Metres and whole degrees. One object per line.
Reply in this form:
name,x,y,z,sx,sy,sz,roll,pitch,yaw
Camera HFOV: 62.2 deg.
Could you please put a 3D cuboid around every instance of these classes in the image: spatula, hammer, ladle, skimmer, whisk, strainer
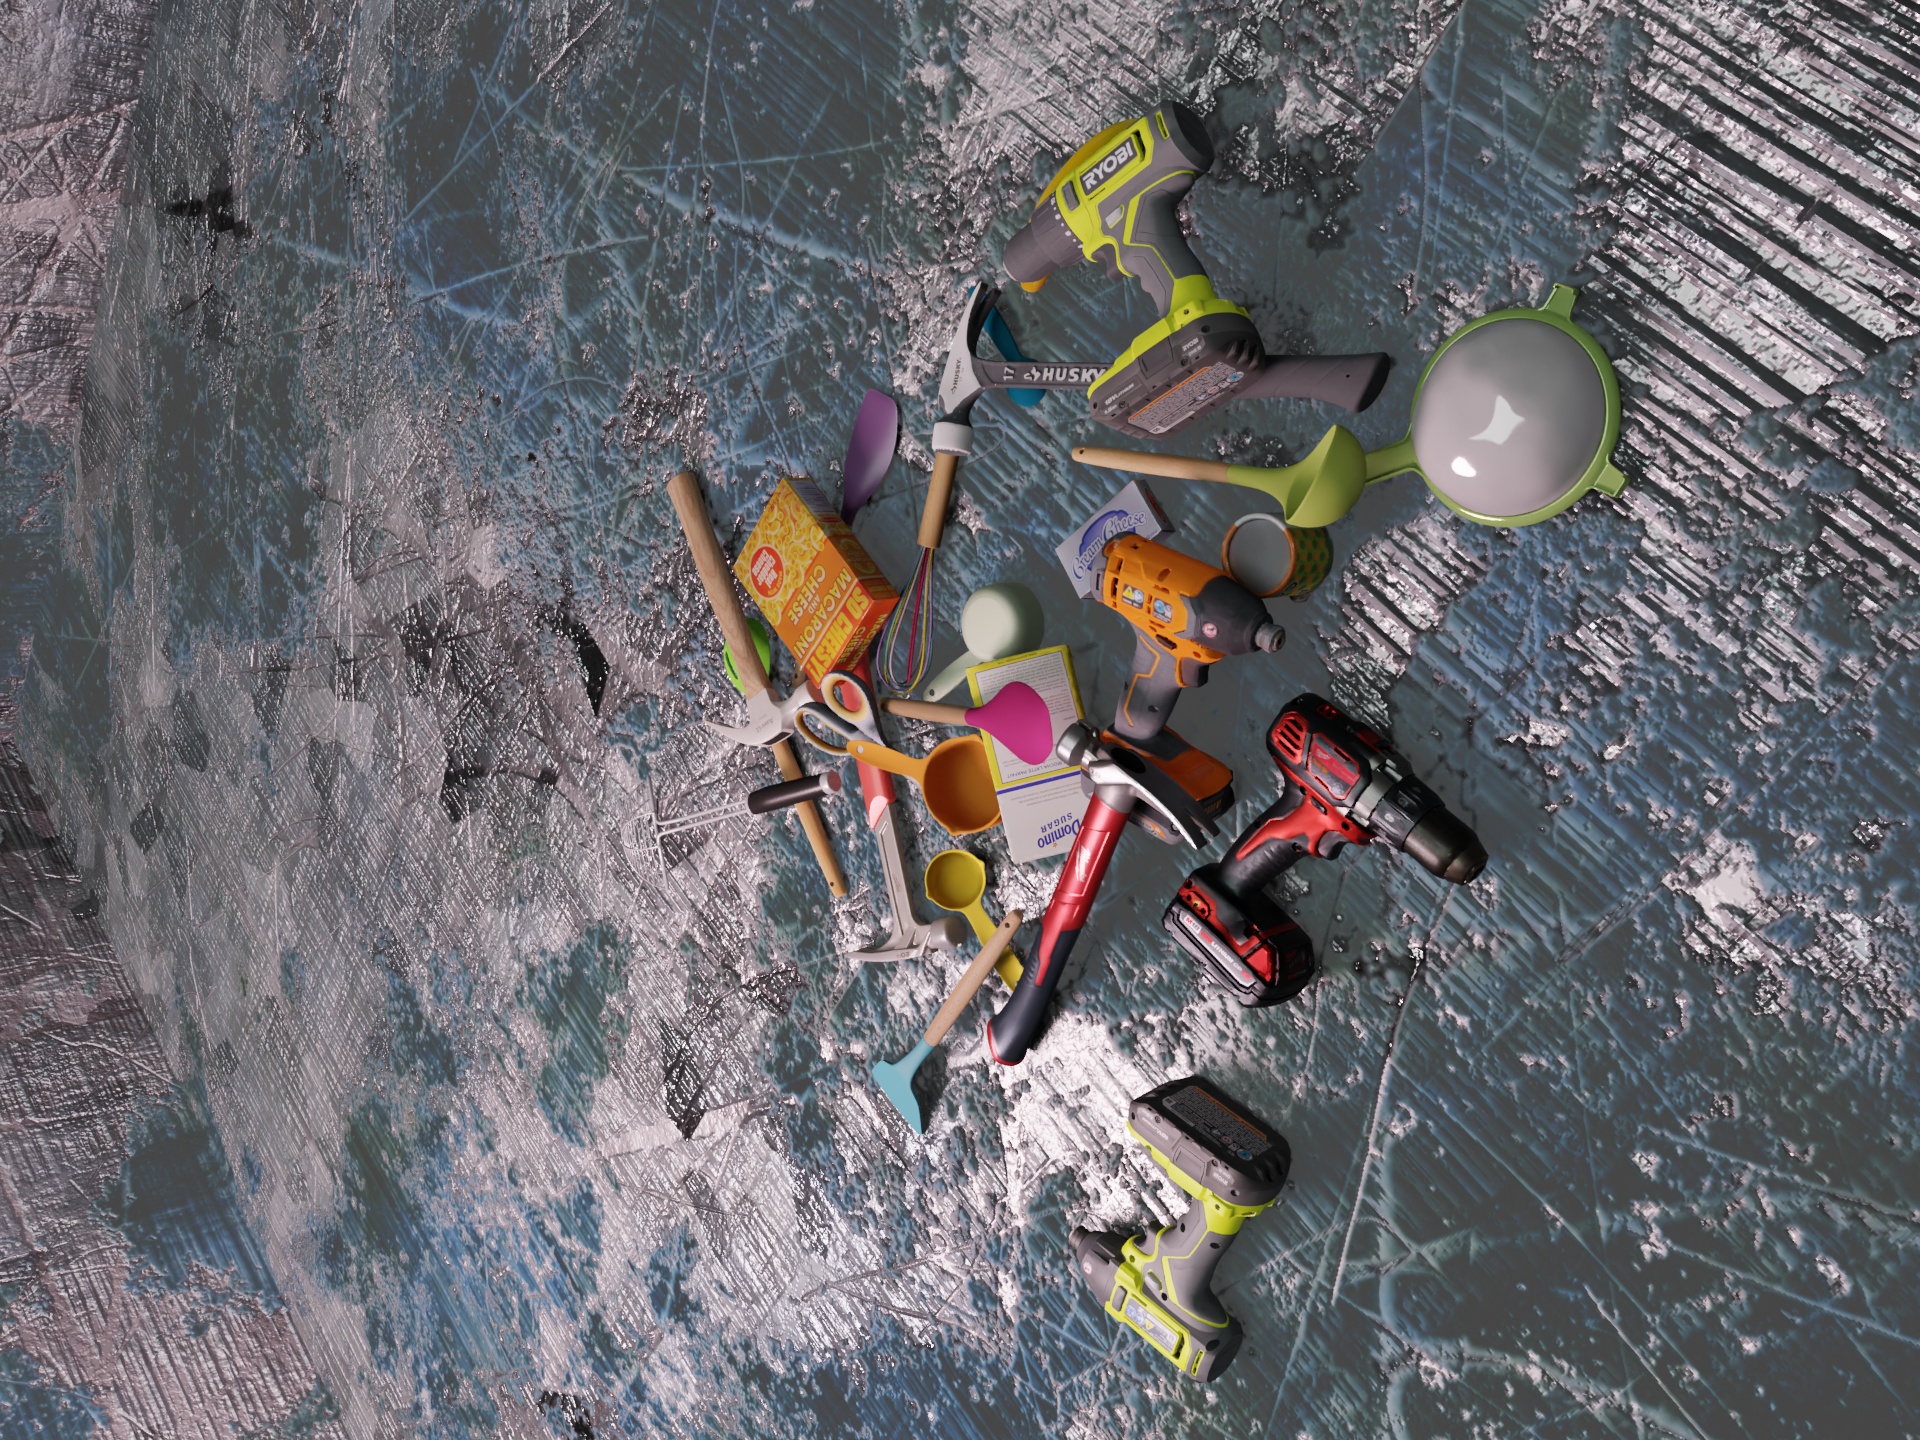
spatula,-0.011,0.282,1.508,0.082,0.044,0.317,48,127,23
hammer,0.150,-0.282,1.286,0.409,0.036,0.149,10,92,37
ladle,0.185,-0.200,1.235,0.320,0.062,0.078,20,83,52
hammer,-0.246,-0.120,1.658,0.130,0.031,0.332,-34,64,23
hammer,0.099,0.179,1.346,0.143,0.038,0.386,38,135,23
skimmer,-0.241,0.097,1.690,0.363,0.090,0.127,-16,81,38
whisk,-0.031,-0.141,1.482,0.047,0.051,0.245,-131,52,-70
hammer,-0.089,0.057,1.566,0.149,0.036,0.359,-15,86,43
spatula,-0.119,-0.171,1.573,0.060,0.018,0.315,36,117,34
strainer,0.328,-0.197,1.125,0.256,0.069,0.151,-16,85,41

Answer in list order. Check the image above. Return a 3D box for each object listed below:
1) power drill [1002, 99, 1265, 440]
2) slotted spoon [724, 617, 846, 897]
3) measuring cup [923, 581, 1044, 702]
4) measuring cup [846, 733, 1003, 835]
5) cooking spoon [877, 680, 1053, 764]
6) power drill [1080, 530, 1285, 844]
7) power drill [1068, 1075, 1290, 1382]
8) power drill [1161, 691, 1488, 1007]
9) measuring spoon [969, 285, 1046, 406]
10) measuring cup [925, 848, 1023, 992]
power drill,0.130,-0.339,1.239,0.190,0.080,0.229,-30,66,35
slotted spoon,-0.181,0.037,1.654,0.070,0.031,0.314,-31,76,36
measuring cup,0.007,-0.062,1.457,0.167,0.038,0.083,-41,69,36
measuring cup,-0.022,0.045,1.469,0.174,0.052,0.095,17,101,26
cooking spoon,-0.002,-0.004,1.384,0.319,0.017,0.068,9,108,63
power drill,0.173,-0.020,1.249,0.164,0.084,0.226,29,130,36
power drill,0.179,0.423,1.345,0.171,0.080,0.223,32,119,35
power drill,0.276,0.116,1.216,0.188,0.080,0.226,44,119,29
measuring spoon,0.034,-0.333,1.407,0.042,0.021,0.129,-41,71,38
measuring cup,0.021,0.191,1.488,0.062,0.029,0.156,-31,87,-1
